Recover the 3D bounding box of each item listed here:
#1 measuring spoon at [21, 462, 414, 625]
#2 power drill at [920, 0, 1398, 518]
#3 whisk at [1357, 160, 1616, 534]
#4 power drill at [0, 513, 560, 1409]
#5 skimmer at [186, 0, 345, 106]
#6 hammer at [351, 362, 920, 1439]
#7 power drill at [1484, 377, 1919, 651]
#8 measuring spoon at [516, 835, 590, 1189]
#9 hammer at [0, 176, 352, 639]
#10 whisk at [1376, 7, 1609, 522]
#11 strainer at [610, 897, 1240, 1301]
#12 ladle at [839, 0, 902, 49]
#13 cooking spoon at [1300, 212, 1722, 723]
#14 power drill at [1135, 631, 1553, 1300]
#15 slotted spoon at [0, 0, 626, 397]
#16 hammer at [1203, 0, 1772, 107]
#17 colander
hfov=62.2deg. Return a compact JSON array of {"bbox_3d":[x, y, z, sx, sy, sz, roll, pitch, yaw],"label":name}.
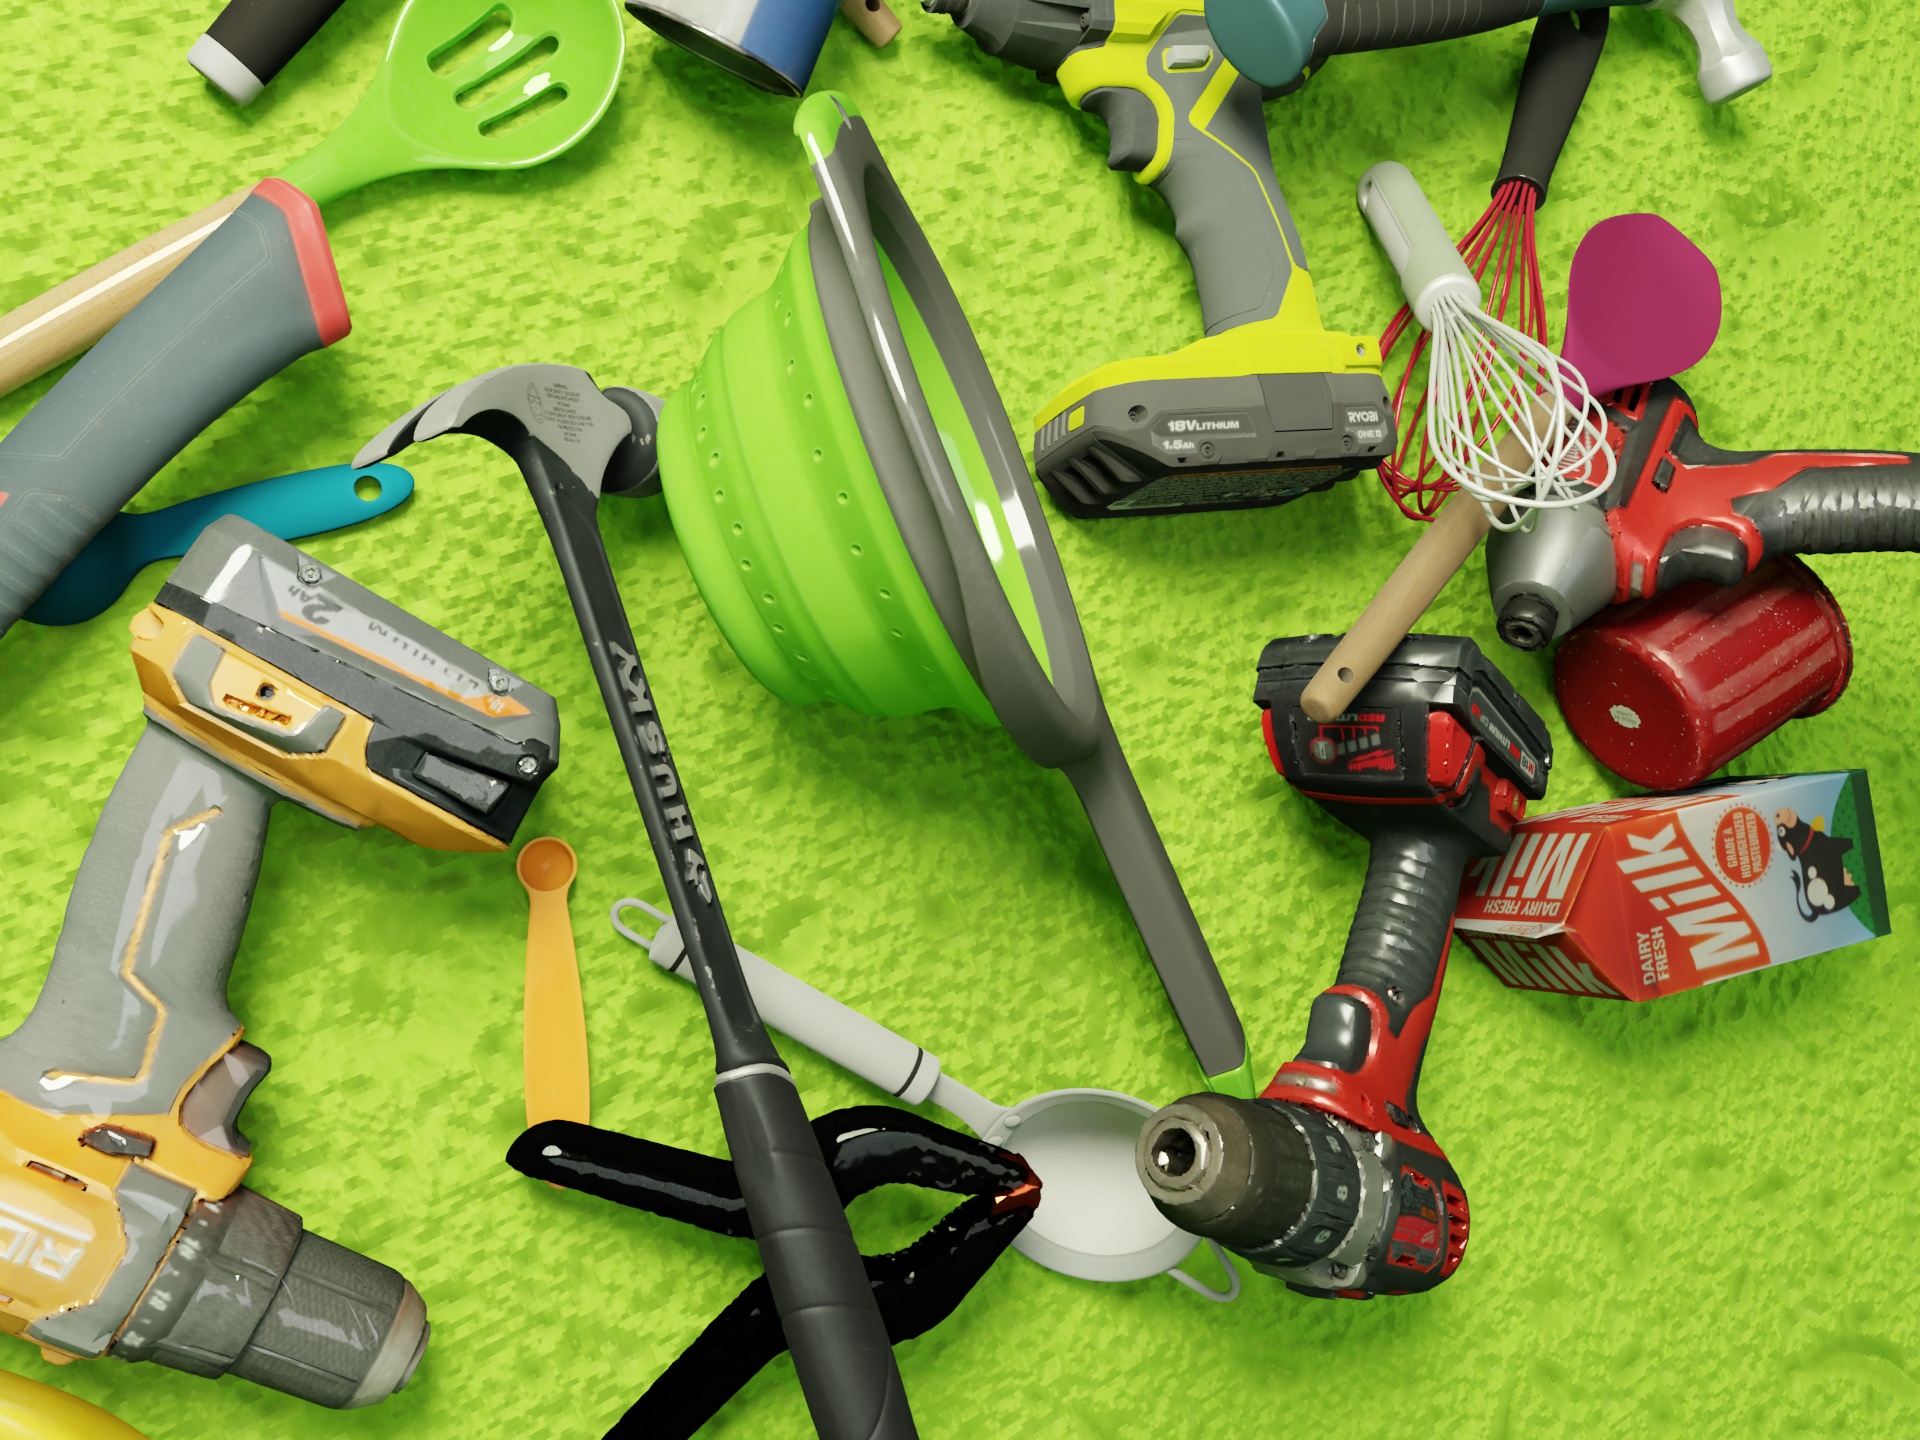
[{"bbox_3d":[-0.234,-0.062,0.492,0.128,0.021,0.042,-17,92,-21],"label":"measuring spoon"},{"bbox_3d":[0.077,-0.196,0.605,0.171,0.080,0.223,-7,84,-23],"label":"power drill"},{"bbox_3d":[0.182,-0.150,0.590,0.059,0.057,0.247,-1,42,-1],"label":"whisk"},{"bbox_3d":[-0.202,0.079,0.466,0.185,0.084,0.226,32,78,-19],"label":"power drill"},{"bbox_3d":[-0.128,-0.348,0.483,0.127,0.090,0.363,39,88,12],"label":"skimmer"},{"bbox_3d":[-0.066,0.088,0.463,0.036,0.149,0.409,-19,88,15],"label":"hammer"},{"bbox_3d":[0.315,-0.066,0.603,0.143,0.220,0.078,-55,145,-30],"label":"power drill"},{"bbox_3d":[-0.135,0.096,0.528,0.021,0.011,0.117,-3,90,-14],"label":"measuring spoon"},{"bbox_3d":[-0.318,-0.010,0.429,0.143,0.038,0.386,40,78,-13],"label":"hammer"},{"bbox_3d":[0.233,-0.211,0.680,0.073,0.073,0.296,30,69,-17],"label":"whisk"},{"bbox_3d":[-0.008,0.127,0.560,0.258,0.050,0.087,32,117,-11],"label":"strainer"},{"bbox_3d":[-0.139,-0.360,0.554,0.320,0.062,0.078,44,74,-20],"label":"ladle"},{"bbox_3d":[0.211,-0.103,0.596,0.069,0.017,0.319,43,60,2],"label":"cooking spoon"},{"bbox_3d":[0.134,0.084,0.557,0.187,0.080,0.227,31,67,-48],"label":"power drill"},{"bbox_3d":[-0.238,-0.151,0.497,0.314,0.031,0.070,-39,100,-18],"label":"slotted spoon"},{"bbox_3d":[0.220,-0.296,0.644,0.331,0.033,0.128,-24,90,-35],"label":"hammer"},{"bbox_3d":[-0.001,-0.002,0.543,0.094,0.205,0.396,-21,113,11],"label":"colander"}]
